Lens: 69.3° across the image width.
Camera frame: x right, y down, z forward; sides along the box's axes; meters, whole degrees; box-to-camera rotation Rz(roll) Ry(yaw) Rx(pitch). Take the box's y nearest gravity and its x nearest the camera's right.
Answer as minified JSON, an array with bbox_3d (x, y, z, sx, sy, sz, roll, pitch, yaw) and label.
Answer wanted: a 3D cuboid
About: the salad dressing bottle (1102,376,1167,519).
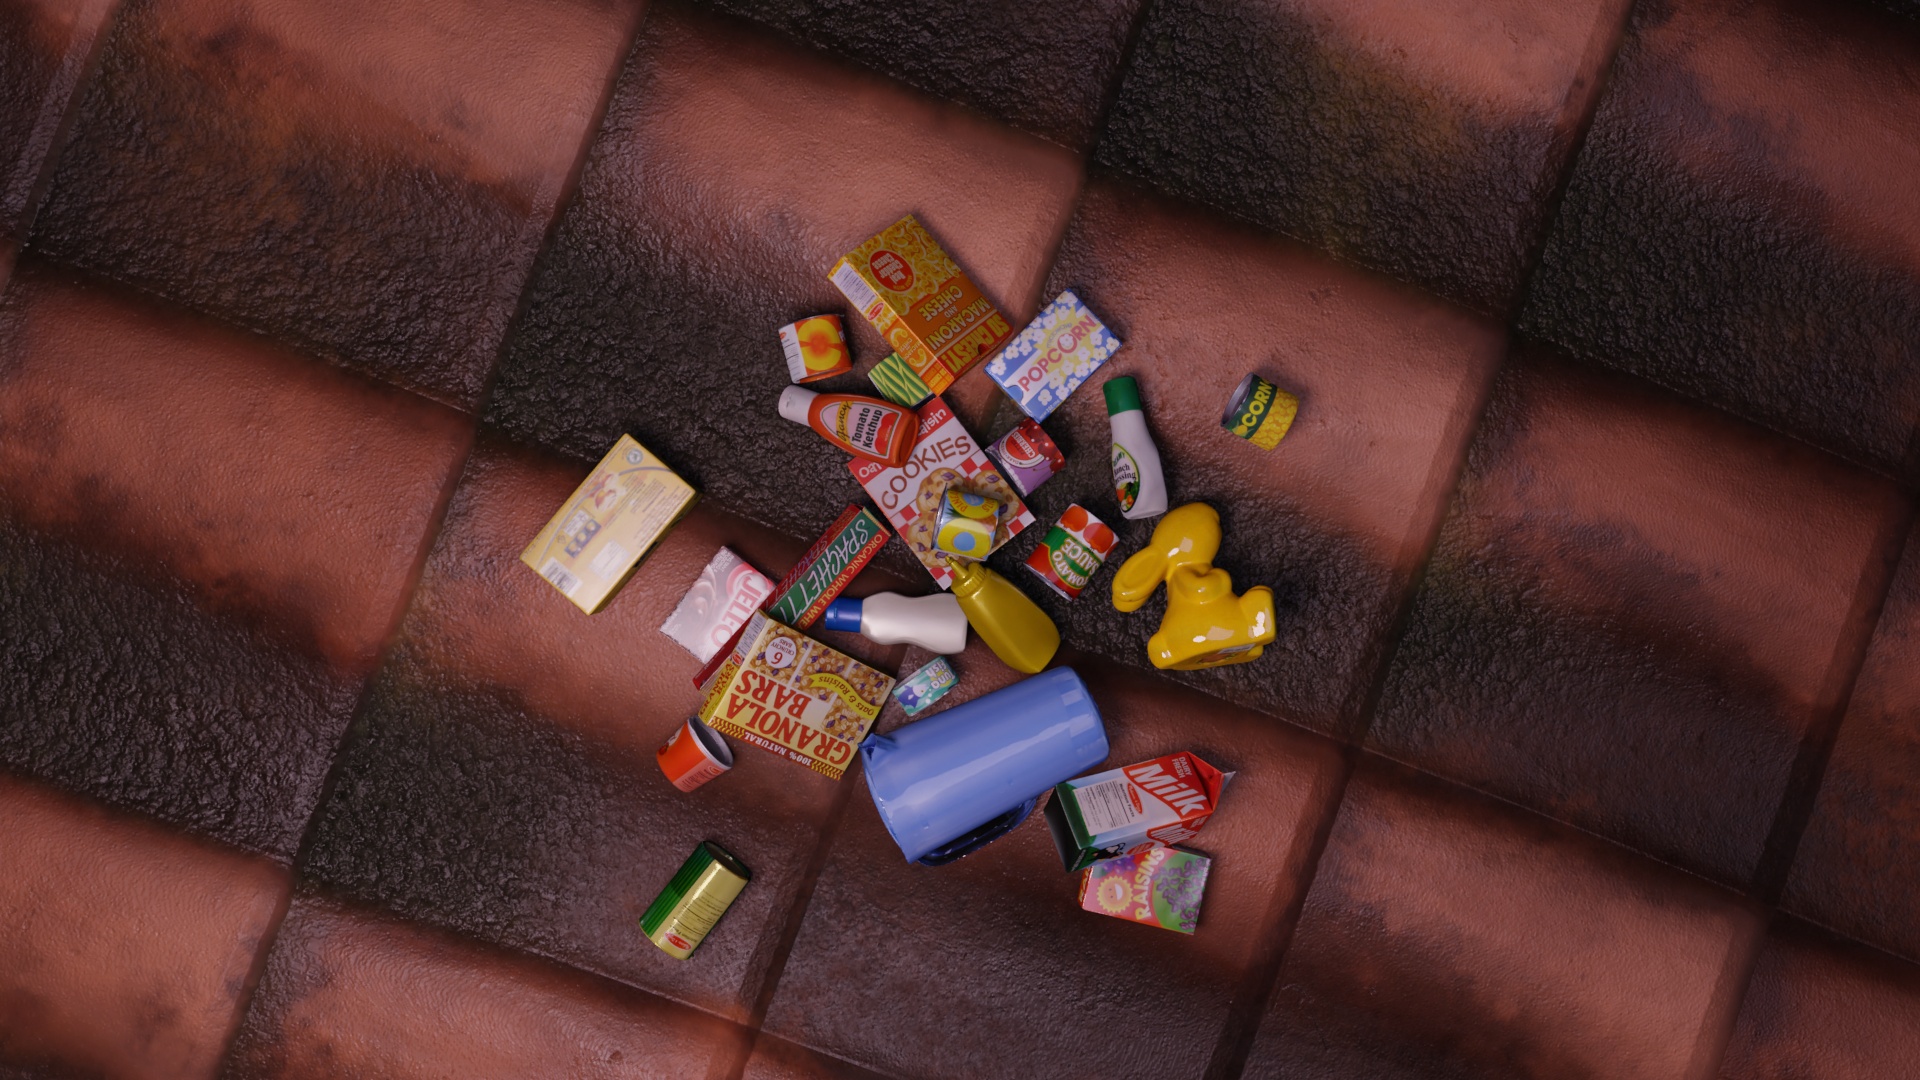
[{"bbox_3d":[0.182,-0.098,1.472,0.044,0.064,0.148,-7,81,-22],"label":"salad dressing bottle"}]

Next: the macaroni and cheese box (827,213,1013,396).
[{"bbox_3d":[-0.038,-0.245,1.435,0.166,0.040,0.124,47,47,-2],"label":"macaroni and cheese box"}]

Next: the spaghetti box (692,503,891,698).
[{"bbox_3d":[-0.172,0.069,1.427,0.250,0.029,0.050,-49,122,-7],"label":"spaghetti box"}]

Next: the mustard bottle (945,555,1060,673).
[{"bbox_3d":[0.036,0.068,1.440,0.160,0.048,0.065,47,62,-20],"label":"mustard bottle"}]

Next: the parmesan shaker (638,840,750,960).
[{"bbox_3d":[-0.271,0.371,1.431,0.071,0.071,0.103,39,86,-2],"label":"parmesan shaker"}]

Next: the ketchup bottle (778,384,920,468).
[{"bbox_3d":[-0.117,-0.124,1.435,0.149,0.043,0.064,19,93,22],"label":"ketchup bottle"}]

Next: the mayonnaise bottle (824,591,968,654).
[{"bbox_3d":[-0.067,0.082,1.461,0.148,0.041,0.065,6,82,-2],"label":"mayonnaise bottle"}]

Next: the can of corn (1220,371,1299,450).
[{"bbox_3d":[0.318,-0.137,1.473,0.058,0.071,0.071,27,88,-3],"label":"can of corn"}]

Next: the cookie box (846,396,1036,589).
[{"bbox_3d":[-0.021,-0.050,1.466,0.123,0.040,0.167,-38,91,-3],"label":"cookie box"}]

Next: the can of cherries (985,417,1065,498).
[{"bbox_3d":[0.068,-0.088,1.457,0.058,0.071,0.071,-38,92,-3],"label":"can of cherries"}]

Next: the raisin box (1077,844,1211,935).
[{"bbox_3d":[0.194,0.359,1.472,0.123,0.040,0.086,14,88,-4],"label":"raisin box"}]

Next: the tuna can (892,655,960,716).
[{"bbox_3d":[-0.035,0.151,1.446,0.071,0.071,0.033,-35,91,-3],"label":"tuna can"}]

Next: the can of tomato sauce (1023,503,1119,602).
[{"bbox_3d":[0.118,0.013,1.458,0.071,0.071,0.083,38,87,-2],"label":"can of tomato sauce"}]

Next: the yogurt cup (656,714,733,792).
[{"bbox_3d":[-0.276,0.223,1.434,0.054,0.072,0.072,-38,92,5],"label":"yogurt cup"}]

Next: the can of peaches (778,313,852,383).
[{"bbox_3d":[-0.148,-0.200,1.448,0.071,0.071,0.058,-14,90,-4],"label":"can of peaches"}]

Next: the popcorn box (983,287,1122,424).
[{"bbox_3d":[0.097,-0.195,1.477,0.127,0.038,0.085,-44,93,-4],"label":"popcorn box"}]

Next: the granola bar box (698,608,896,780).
[{"bbox_3d":[-0.166,0.159,1.417,0.165,0.039,0.124,30,89,-32],"label":"granola bar box"}]

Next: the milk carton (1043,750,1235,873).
[{"bbox_3d":[0.191,0.275,1.434,0.191,0.072,0.074,-12,59,-16],"label":"milk carton"}]

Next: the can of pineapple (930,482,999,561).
[{"bbox_3d":[0.005,-0.018,1.413,0.058,0.071,0.071,12,89,-5],"label":"can of pineapple"}]

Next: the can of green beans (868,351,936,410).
[{"bbox_3d":[-0.054,-0.168,1.453,0.071,0.071,0.058,-34,91,-3],"label":"can of green beans"}]
